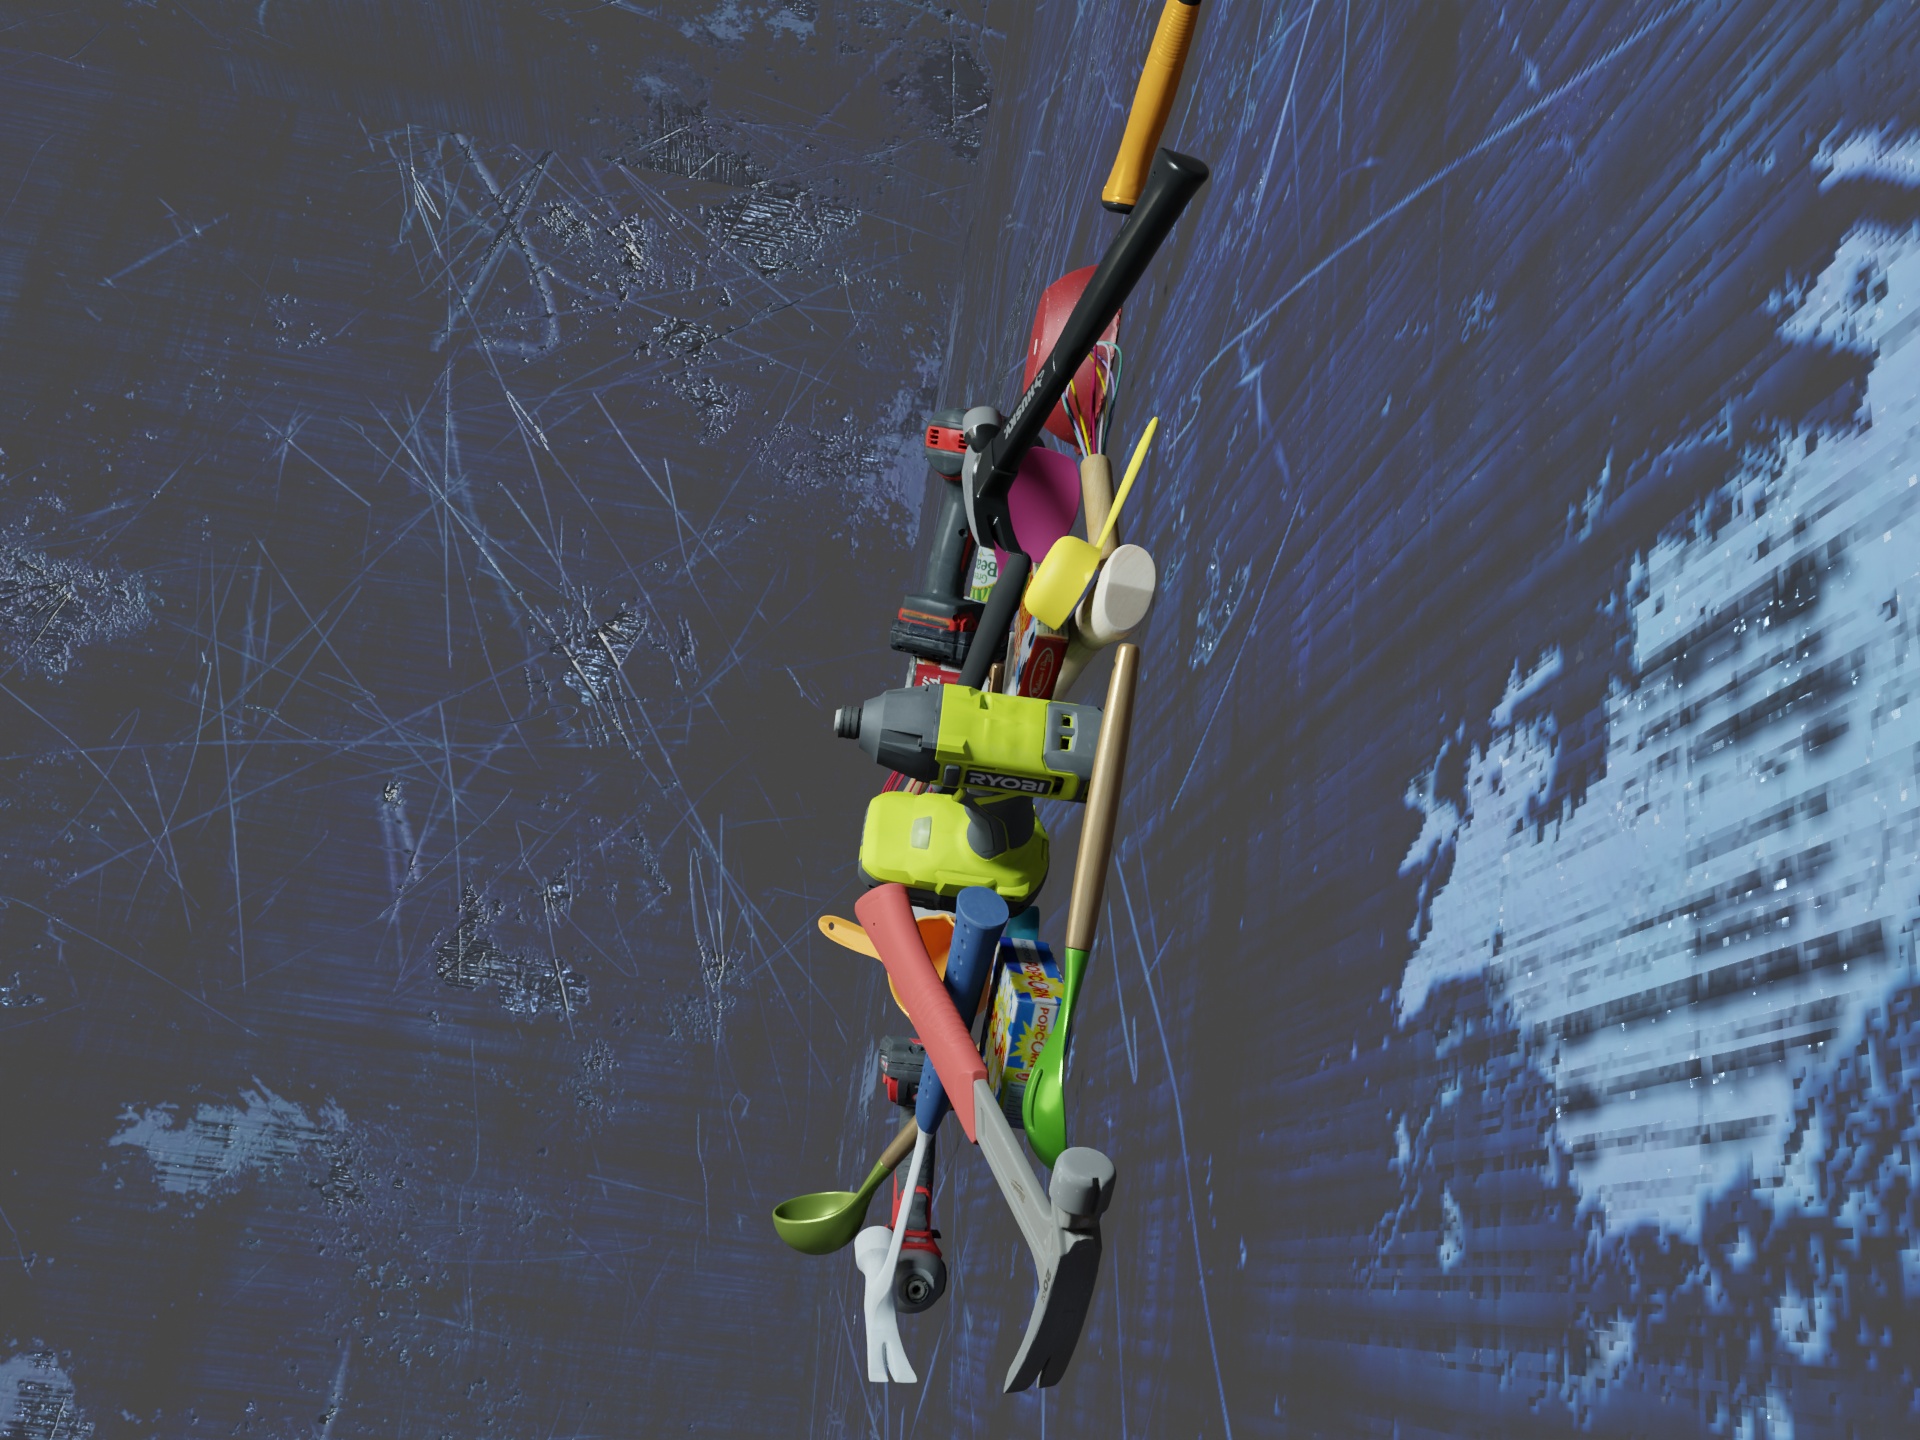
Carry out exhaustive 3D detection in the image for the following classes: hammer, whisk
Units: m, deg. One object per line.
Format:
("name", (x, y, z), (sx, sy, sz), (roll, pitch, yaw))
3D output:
("hammer", (0.078, -0.253, 1.095), (0.334, 0.035, 0.146), (126, 148, -50))
("hammer", (-0.023, 0.294, 1.122), (0.144, 0.035, 0.405), (-103, 22, -58))
("hammer", (0.150, -0.489, 1.079), (0.336, 0.034, 0.127), (108, 169, -56))
("hammer", (0.073, -0.048, 1.131), (0.410, 0.038, 0.146), (121, 159, -73))
("whisk", (-0.002, -0.004, 1.321), (0.073, 0.073, 0.295), (-99, 30, -72))
("hammer", (-0.002, 0.217, 0.961), (0.359, 0.036, 0.149), (-126, 44, -57))
("whisk", (0.098, -0.195, 1.135), (0.047, 0.051, 0.245), (74, -169, -48))

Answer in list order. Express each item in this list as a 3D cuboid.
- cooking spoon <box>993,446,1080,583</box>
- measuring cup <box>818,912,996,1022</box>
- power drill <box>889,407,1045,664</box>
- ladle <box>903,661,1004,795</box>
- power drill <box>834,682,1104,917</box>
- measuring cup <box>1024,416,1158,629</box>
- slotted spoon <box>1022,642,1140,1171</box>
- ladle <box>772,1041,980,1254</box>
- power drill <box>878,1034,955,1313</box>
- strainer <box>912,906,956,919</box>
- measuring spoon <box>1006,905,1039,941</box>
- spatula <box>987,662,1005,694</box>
("cooking spoon", (0.027, -0.085, 1.340), (0.017, 0.068, 0.318), (-77, 6, -60))
("measuring cup", (-0.042, 0.193, 1.322), (0.052, 0.174, 0.095), (10, -85, -52))
("power drill", (0.017, -0.172, 1.466), (0.188, 0.080, 0.226), (-10, -69, -64))
("ladle", (-0.017, 0.021, 1.511), (0.316, 0.031, 0.069), (-59, -7, -44))
("power drill", (-0.002, 0.051, 1.065), (0.223, 0.171, 0.080), (103, 174, -60))
("measuring cup", (0.082, -0.130, 0.993), (0.156, 0.029, 0.062), (-64, 5, -15))
("slotted spoon", (0.073, 0.109, 0.937), (0.070, 0.031, 0.314), (133, 147, -85))
("ladle", (-0.050, 0.319, 1.239), (0.062, 0.078, 0.320), (52, 123, 25))
("power drill", (-0.036, 0.383, 1.343), (0.143, 0.078, 0.220), (135, 141, -80))
("strainer", (-0.015, 0.110, 1.446), (0.211, 0.095, 0.340), (-89, 9, -56))
("measuring spoon", (0.036, 0.180, 1.196), (0.128, 0.021, 0.042), (109, 169, -53))
("spatula", (0.012, 0.110, 1.348), (0.082, 0.044, 0.317), (-164, 77, -67))
